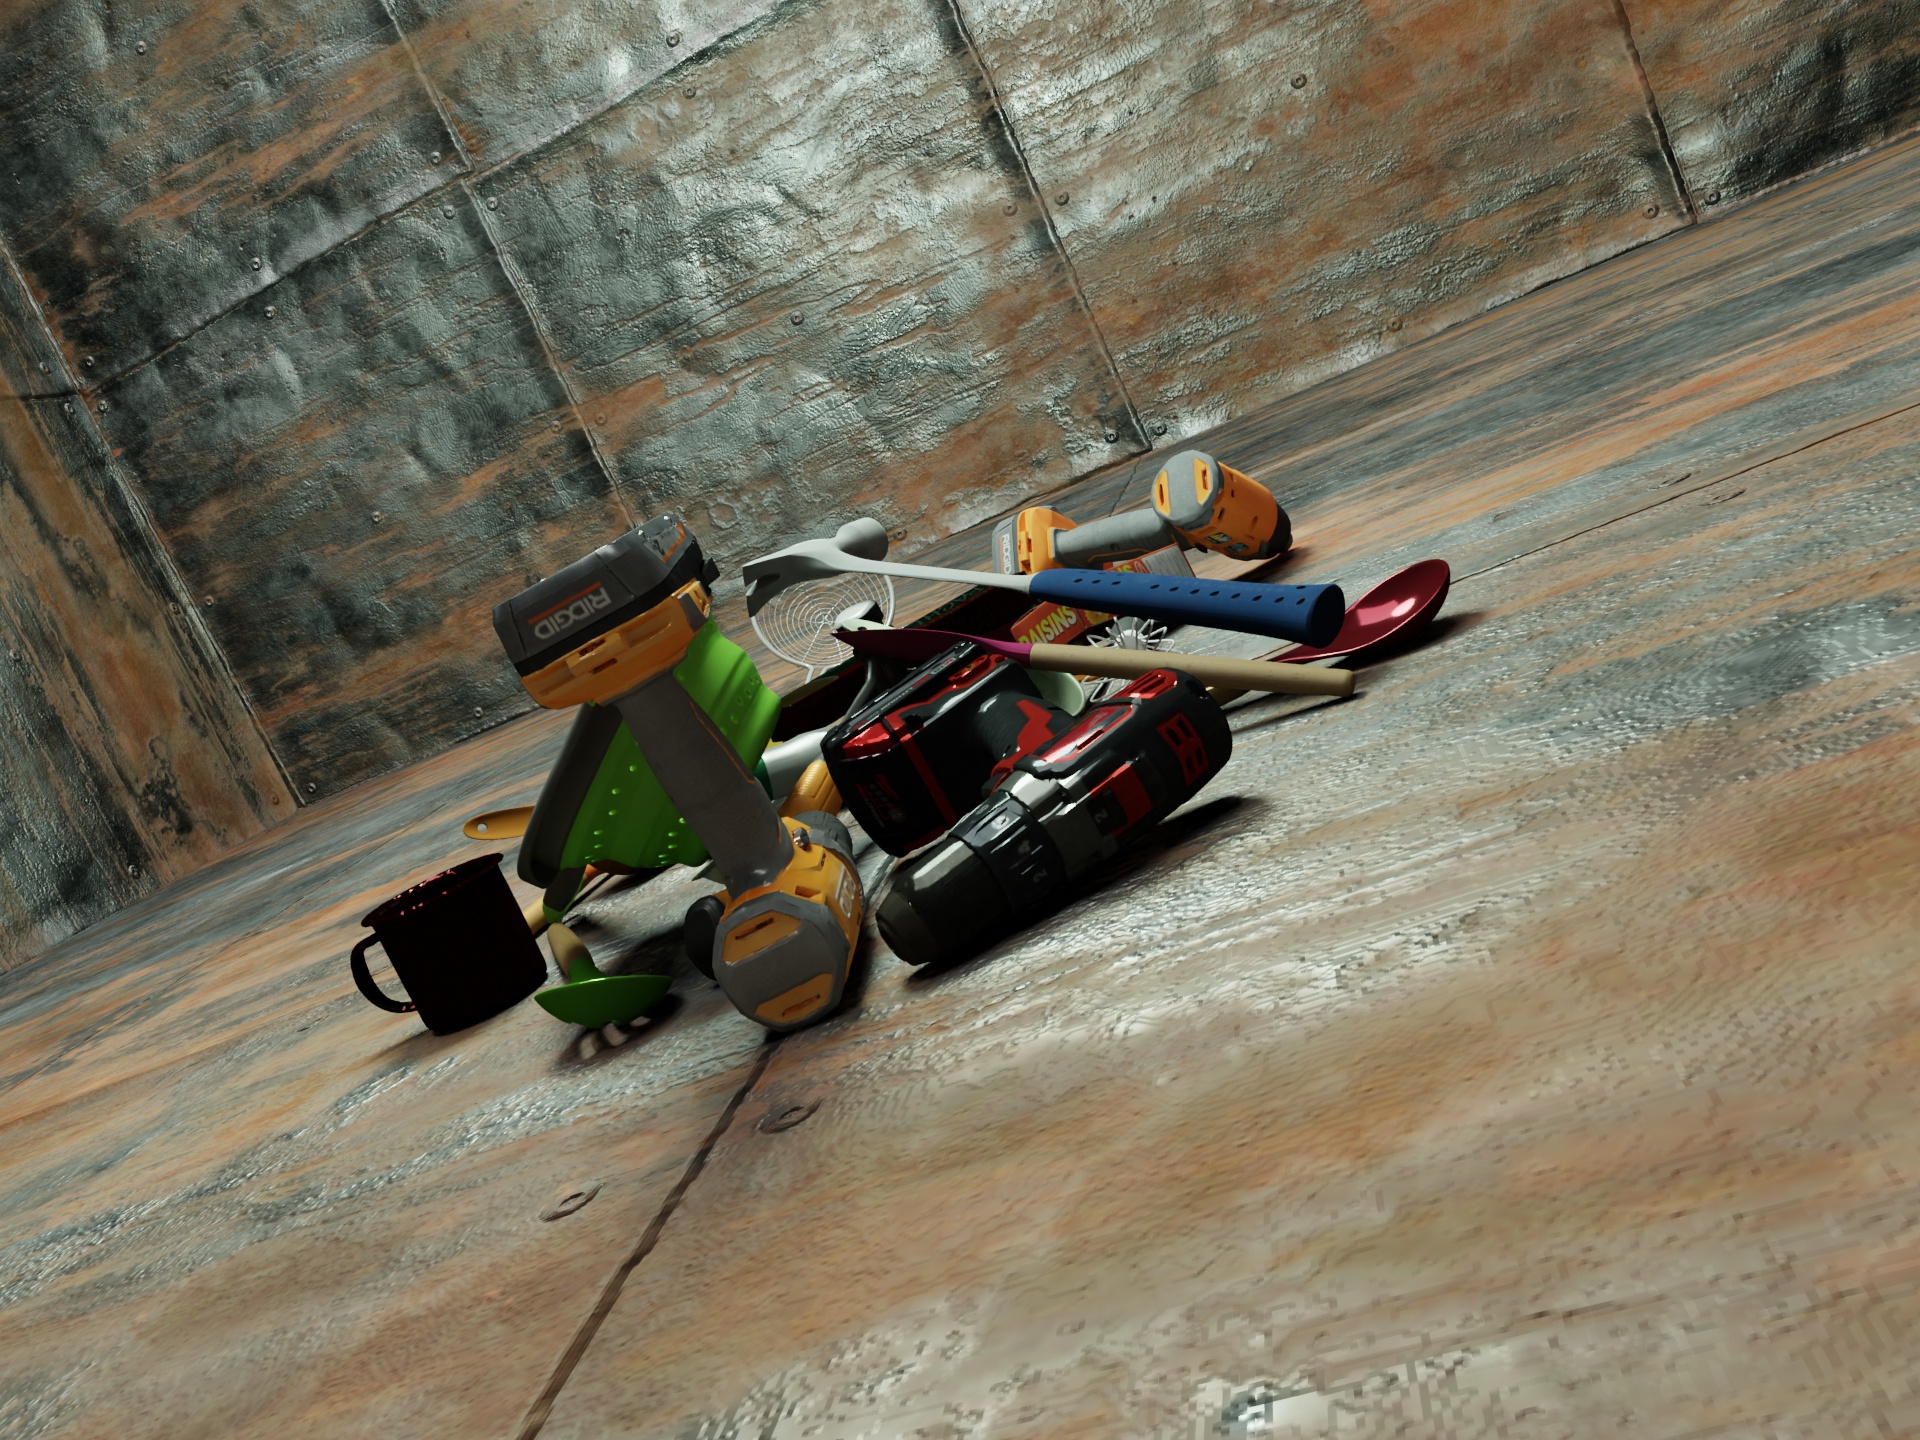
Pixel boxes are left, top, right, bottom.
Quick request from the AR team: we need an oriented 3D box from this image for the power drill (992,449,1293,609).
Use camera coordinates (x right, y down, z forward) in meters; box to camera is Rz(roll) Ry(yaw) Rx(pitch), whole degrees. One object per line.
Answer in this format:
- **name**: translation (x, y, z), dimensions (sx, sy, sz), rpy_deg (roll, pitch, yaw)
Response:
- **power drill**: translation (0.158, -0.146, 1.324), dimensions (0.226, 0.084, 0.164), rpy_deg (-16, -20, 38)

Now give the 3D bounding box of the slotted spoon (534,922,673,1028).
- **slotted spoon**: translation (-0.221, 0.142, 0.927), dimensions (0.070, 0.031, 0.314), rpy_deg (-4, 1, -19)

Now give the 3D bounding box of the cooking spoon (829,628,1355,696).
- **cooking spoon**: translation (0.065, -0.034, 0.905), dimensions (0.319, 0.017, 0.068), rpy_deg (6, -4, 28)

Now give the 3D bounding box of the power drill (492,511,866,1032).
- **power drill**: translation (-0.116, 0.018, 0.760), dimensions (0.084, 0.226, 0.185), rpy_deg (-28, 11, 7)

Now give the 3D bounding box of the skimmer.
- **skimmer**: translation (-0.123, -0.043, 1.277), dimensions (0.127, 0.090, 0.364), rpy_deg (2, 26, 0)

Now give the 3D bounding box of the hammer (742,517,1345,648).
- **hammer**: translation (0.038, -0.082, 0.980), dimensions (0.406, 0.035, 0.144), rpy_deg (10, 25, 38)

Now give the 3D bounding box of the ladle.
- **ladle**: translation (0.135, -0.011, 0.910), dimensions (0.315, 0.031, 0.069), rpy_deg (-25, 18, 6)

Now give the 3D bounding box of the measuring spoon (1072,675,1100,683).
- **measuring spoon**: translation (0.085, -0.033, 1.102), dimensions (0.021, 0.011, 0.117), rpy_deg (-2, 5, 22)

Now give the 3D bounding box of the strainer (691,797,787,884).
- **strainer**: translation (-0.145, 0.081, 1.038), dimensions (0.087, 0.050, 0.258), rpy_deg (-40, 9, -16)

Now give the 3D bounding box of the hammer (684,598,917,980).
- **hammer**: translation (-0.080, 0.049, 0.950), dimensions (0.034, 0.127, 0.337), rpy_deg (-21, 20, 25)

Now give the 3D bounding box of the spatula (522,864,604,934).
- **spatula**: translation (-0.300, 0.121, 1.175), dimensions (0.081, 0.041, 0.323), rpy_deg (-45, 2, 25)

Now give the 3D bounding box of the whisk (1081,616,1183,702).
- **whisk**: translation (0.114, -0.047, 1.066), dimensions (0.070, 0.070, 0.284), rpy_deg (-22, 6, 8)

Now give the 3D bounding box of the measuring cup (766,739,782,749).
- **measuring cup**: translation (-0.183, 0.036, 1.418), dimensions (0.062, 0.029, 0.156), rpy_deg (-31, 1, -34)

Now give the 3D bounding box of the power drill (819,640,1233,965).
- **power drill**: translation (0.008, 0.037, 0.796), dimensions (0.188, 0.080, 0.227), rpy_deg (-36, 19, -18)

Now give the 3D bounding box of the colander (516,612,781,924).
- **colander**: translation (-0.191, 0.056, 0.979), dimensions (0.397, 0.094, 0.205), rpy_deg (-56, 10, 55)

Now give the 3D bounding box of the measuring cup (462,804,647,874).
- **measuring cup**: translation (-0.283, 0.075, 1.155), dimensions (0.173, 0.095, 0.052), rpy_deg (-7, -17, -37)

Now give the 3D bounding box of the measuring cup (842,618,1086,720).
- **measuring cup**: translation (-0.003, -0.022, 1.006), dimensions (0.168, 0.038, 0.083), rpy_deg (21, 34, 16)
